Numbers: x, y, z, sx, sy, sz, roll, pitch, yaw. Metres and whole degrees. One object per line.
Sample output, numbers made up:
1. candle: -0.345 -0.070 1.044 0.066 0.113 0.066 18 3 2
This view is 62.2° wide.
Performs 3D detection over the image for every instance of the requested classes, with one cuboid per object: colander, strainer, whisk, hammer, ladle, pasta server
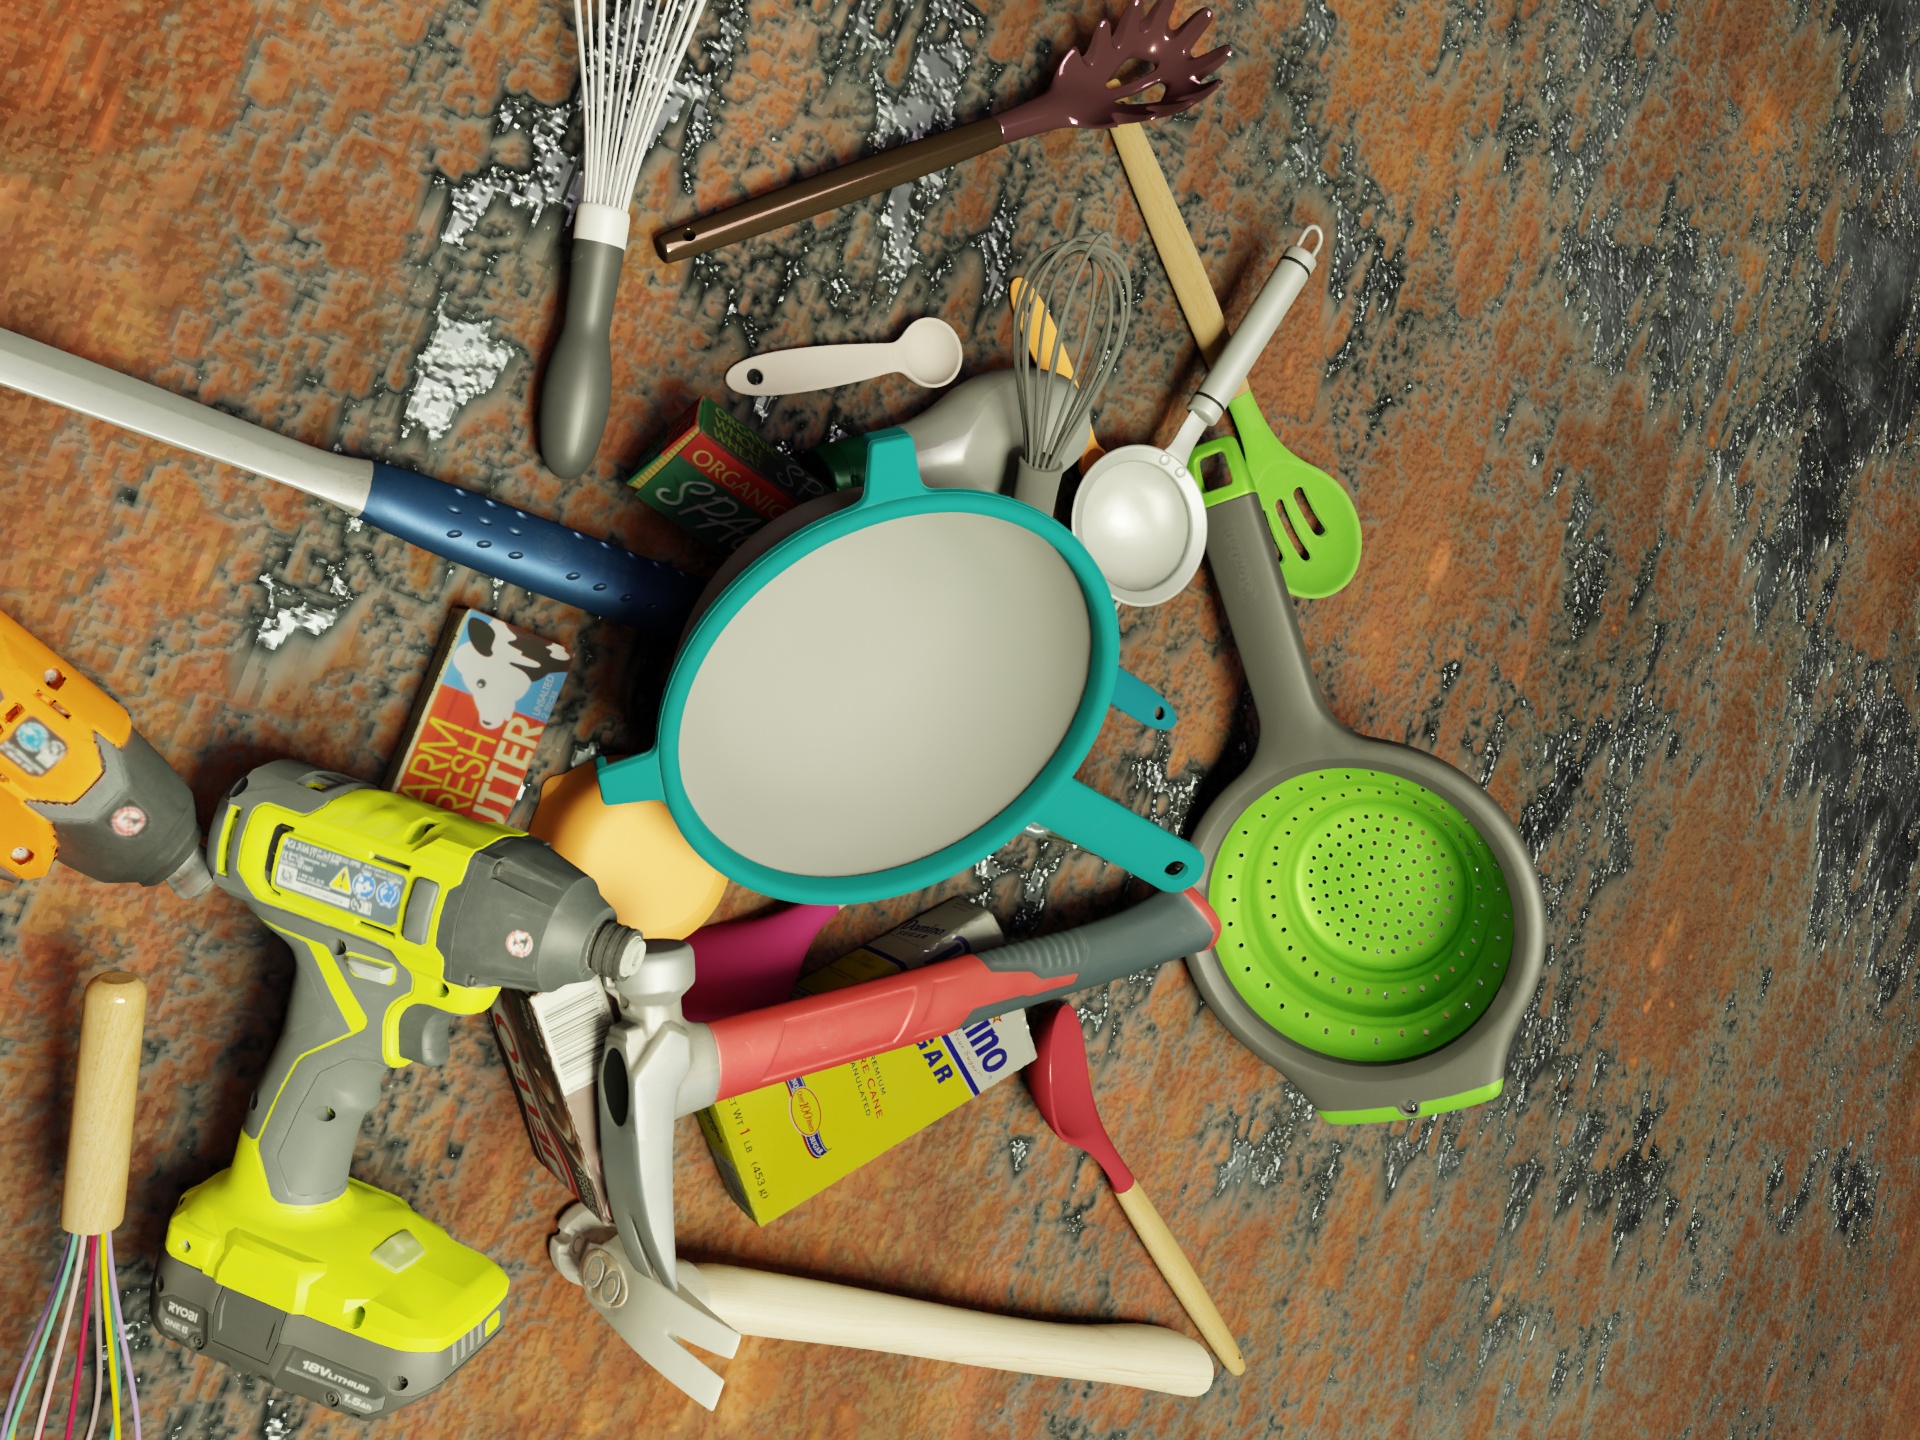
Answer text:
1. colander: 0.212 0.028 0.927 0.094 0.204 0.397 -18 91 -64
2. strainer: 0.128 -0.161 0.864 0.086 0.050 0.258 35 85 -25
3. strainer: -0.001 -0.002 0.752 0.211 0.095 0.340 -49 133 12
4. whisk: -0.341 0.212 0.612 0.051 0.047 0.245 0 107 -47
5. hammer: -0.003 0.319 0.817 0.410 0.146 0.038 25 83 -37
6. hammer: -0.249 -0.090 0.632 0.405 0.035 0.144 20 57 -37
7. ladle: 0.107 0.287 0.934 0.315 0.031 0.069 61 32 -27
8. whisk: -0.151 -0.246 0.687 0.070 0.070 0.284 6 99 -33
9. hammer: -0.001 0.148 0.777 0.386 0.038 0.143 -6 97 -44
10. whisk: 0.039 -0.123 0.774 0.055 0.055 0.238 -14 134 -30
11. pasta server: -0.003 -0.282 0.771 0.316 0.040 0.060 -27 90 -21

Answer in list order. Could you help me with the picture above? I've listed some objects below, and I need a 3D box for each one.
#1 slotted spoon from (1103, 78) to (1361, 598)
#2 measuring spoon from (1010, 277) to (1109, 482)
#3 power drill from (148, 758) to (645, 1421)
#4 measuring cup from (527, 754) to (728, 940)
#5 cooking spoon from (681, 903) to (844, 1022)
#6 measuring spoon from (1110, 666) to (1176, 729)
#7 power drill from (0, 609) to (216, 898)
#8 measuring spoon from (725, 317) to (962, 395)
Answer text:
1. slotted spoon: 0.147 -0.208 0.893 0.070 0.031 0.313 -32 111 -8
2. measuring spoon: 0.051 -0.180 0.848 0.021 0.011 0.116 -36 110 -28
3. power drill: -0.223 0.144 0.624 0.171 0.080 0.223 17 99 11
4. measuring cup: -0.122 0.032 0.739 0.173 0.052 0.095 -49 119 -15
5. cooking spoon: -0.047 0.075 0.802 0.319 0.017 0.069 -37 73 -28
6. measuring spoon: 0.081 -0.026 0.878 0.128 0.021 0.042 31 80 -31
7. power drill: -0.389 0.072 0.562 0.164 0.084 0.226 48 68 -30
8. measuring spoon: -0.058 -0.174 0.779 0.124 0.018 0.034 -13 98 -23
